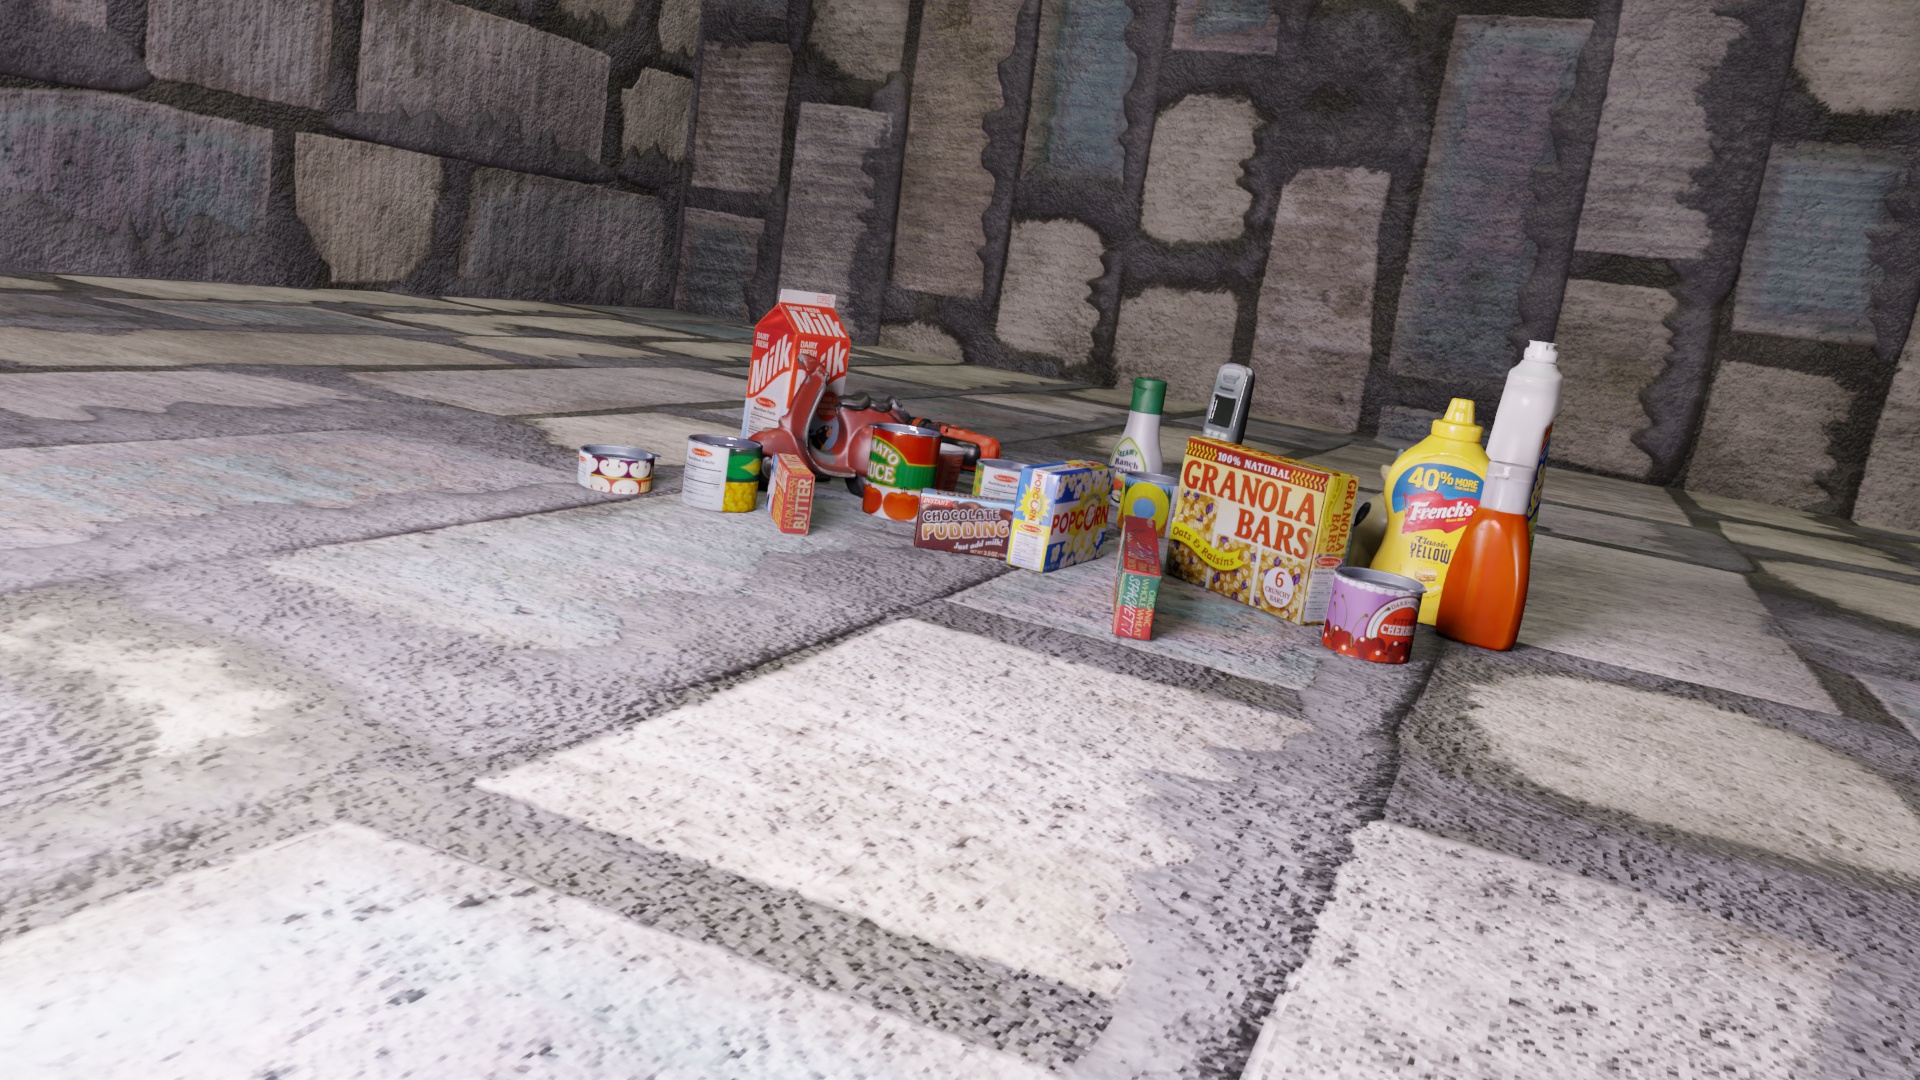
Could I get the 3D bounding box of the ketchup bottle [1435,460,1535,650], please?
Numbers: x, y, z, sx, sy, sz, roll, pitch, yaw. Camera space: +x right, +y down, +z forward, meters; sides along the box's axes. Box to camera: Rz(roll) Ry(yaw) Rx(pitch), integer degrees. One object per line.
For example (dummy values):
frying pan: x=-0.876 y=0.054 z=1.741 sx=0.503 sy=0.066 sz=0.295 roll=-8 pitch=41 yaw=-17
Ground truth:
ketchup bottle: x=0.431 y=0.011 z=1.124 sx=0.065 sy=0.148 sz=0.043 roll=17 pitch=13 yaw=40

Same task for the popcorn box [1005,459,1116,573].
popcorn box: x=0.088 y=-0.023 z=1.199 sx=0.038 sy=0.085 sz=0.127 roll=14 pitch=12 yaw=26

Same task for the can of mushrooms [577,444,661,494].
can of mushrooms: x=-0.304 y=-0.064 z=1.238 sx=0.071 sy=0.033 sz=0.071 roll=8 pitch=11 yaw=-1

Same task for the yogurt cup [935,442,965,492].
yogurt cup: x=-0.032 y=-0.074 z=1.450 sx=0.072 sy=0.053 sz=0.072 roll=8 pitch=11 yaw=-1

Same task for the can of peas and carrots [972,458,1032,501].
can of peas and carrots: x=0.045 y=-0.046 z=1.353 sx=0.071 sy=0.058 sz=0.071 roll=8 pitch=11 yaw=-1

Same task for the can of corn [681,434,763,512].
can of corn: x=-0.209 y=-0.059 z=1.226 sx=0.071 sy=0.058 sz=0.071 roll=8 pitch=11 yaw=-1

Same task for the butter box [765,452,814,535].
butter box: x=-0.147 y=-0.041 z=1.193 sx=0.024 sy=0.053 sz=0.103 roll=6 pitch=11 yaw=-16

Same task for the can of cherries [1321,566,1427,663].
can of cherries: x=0.309 y=0.056 z=1.037 sx=0.071 sy=0.058 sz=0.071 roll=8 pitch=11 yaw=-1

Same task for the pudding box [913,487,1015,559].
pudding box: x=0.004 y=-0.015 z=1.186 sx=0.084 sy=0.049 sz=0.030 roll=8 pitch=10 yaw=-3

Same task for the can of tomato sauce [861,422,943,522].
can of tomato sauce: x=-0.057 y=-0.064 z=1.305 sx=0.071 sy=0.083 sz=0.071 roll=8 pitch=11 yaw=-1

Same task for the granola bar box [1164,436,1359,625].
granola bar box: x=0.247 y=-0.011 z=1.160 sx=0.039 sy=0.124 sz=0.166 roll=2 pitch=13 yaw=-34

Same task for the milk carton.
milk carton: x=-0.168 y=-0.160 z=1.425 sx=0.072 sy=0.190 sz=0.073 roll=-2 pitch=15 yaw=-45

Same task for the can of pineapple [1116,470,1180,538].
can of pineapple: x=0.195 y=-0.038 z=1.431 sx=0.071 sy=0.057 sz=0.071 roll=8 pitch=11 yaw=-1

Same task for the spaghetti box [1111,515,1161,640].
spaghetti box: x=0.137 y=0.025 z=1.085 sx=0.029 sy=0.050 sz=0.250 roll=10 pitch=11 yaw=5

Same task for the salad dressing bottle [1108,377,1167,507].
salad dressing bottle: x=0.202 y=-0.109 z=1.565 sx=0.044 sy=0.147 sz=0.064 roll=-2 pitch=15 yaw=-45
